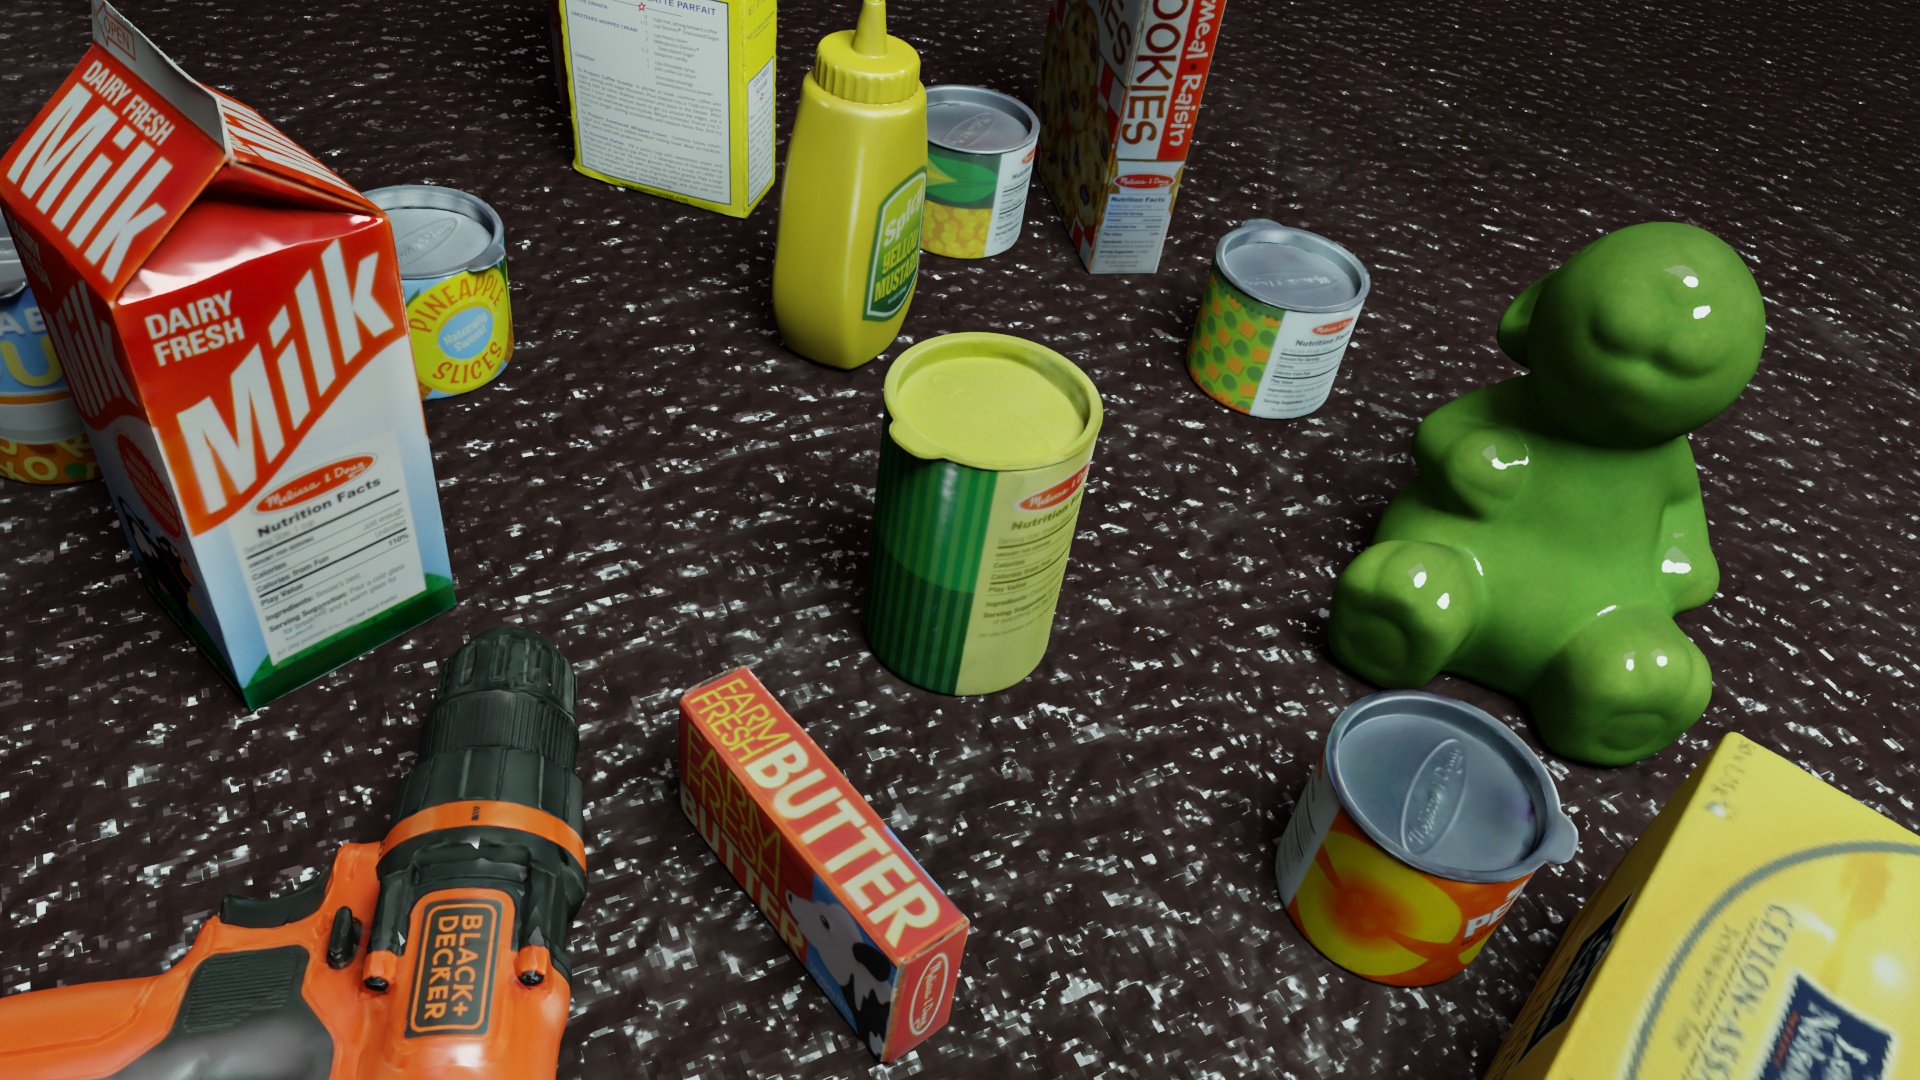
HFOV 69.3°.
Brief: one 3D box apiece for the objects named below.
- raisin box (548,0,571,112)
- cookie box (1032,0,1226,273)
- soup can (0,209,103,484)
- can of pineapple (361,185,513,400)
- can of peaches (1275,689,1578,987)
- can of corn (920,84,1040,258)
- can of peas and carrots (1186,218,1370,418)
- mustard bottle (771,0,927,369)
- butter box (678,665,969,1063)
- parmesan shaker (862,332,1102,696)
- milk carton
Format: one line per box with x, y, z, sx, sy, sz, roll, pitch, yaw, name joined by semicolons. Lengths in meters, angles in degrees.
-0.164;-0.281;0.698;0.086;0.122;0.040;-8;46;-18;raisin box
0.075;-0.231;0.657;0.040;0.166;0.123;-3;44;-14;cookie box
-0.313;-0.069;0.471;0.071;0.083;0.072;5;43;-5;soup can
-0.208;-0.095;0.539;0.071;0.057;0.071;5;43;-5;can of pineapple
0.134;0.088;0.406;0.071;0.057;0.071;5;43;-5;can of peaches
-0.002;-0.177;0.665;0.071;0.058;0.071;5;43;-5;can of corn
0.135;-0.096;0.604;0.071;0.058;0.071;5;43;-5;can of peas and carrots
-0.041;-0.146;0.549;0.049;0.159;0.066;23;44;14;mustard bottle
-0.041;0.086;0.379;0.024;0.052;0.104;-25;53;-32;butter box
0.002;-0.006;0.449;0.071;0.102;0.072;5;43;-5;parmesan shaker
-0.204;-0.050;0.393;0.072;0.189;0.074;37;49;26;milk carton
